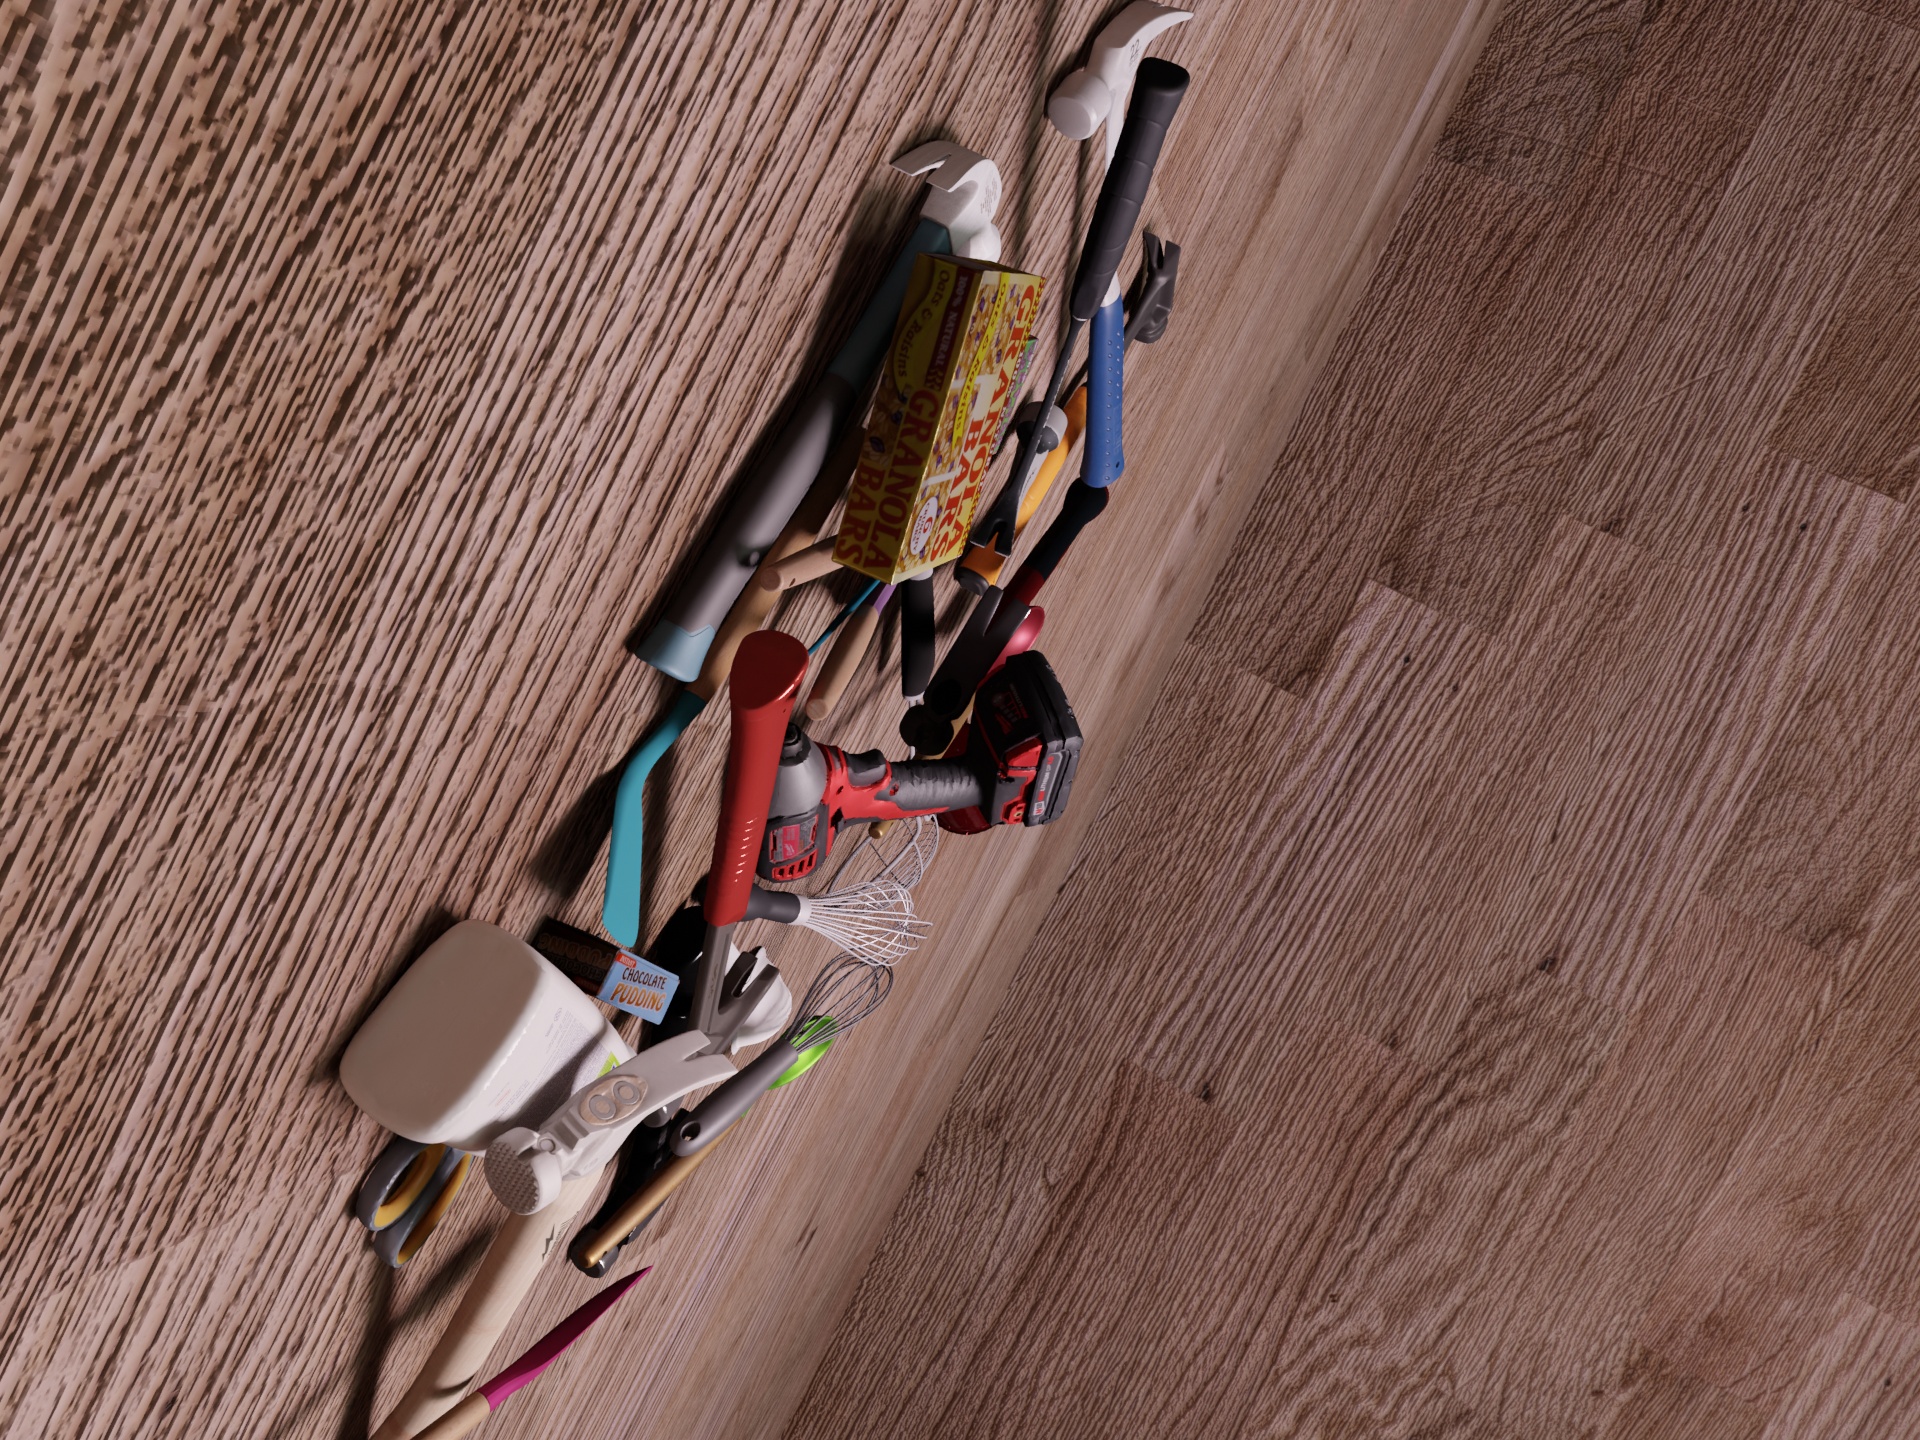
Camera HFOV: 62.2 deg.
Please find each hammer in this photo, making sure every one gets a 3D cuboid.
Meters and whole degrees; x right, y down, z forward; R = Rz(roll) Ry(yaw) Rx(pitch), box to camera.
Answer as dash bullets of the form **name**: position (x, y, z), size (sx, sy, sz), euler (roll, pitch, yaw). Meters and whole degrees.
- **hammer**: position (-0.209, 0.254, 1.136), size (0.146, 0.035, 0.334), euler (-48, 161, -49)
- **hammer**: position (-0.069, -0.162, 0.828), size (0.331, 0.033, 0.128), euler (-60, 169, -13)
- **hammer**: position (0.110, -0.318, 1.143), size (0.144, 0.035, 0.405), euler (-57, 161, -26)
- **hammer**: position (0.074, -0.258, 1.031), size (0.408, 0.036, 0.149), euler (111, 1, -62)
- **hammer**: position (0.090, -0.246, 1.312), size (0.337, 0.034, 0.127), euler (-59, 168, -17)
- **hammer**: position (-0.129, 0.087, 0.931), size (0.149, 0.037, 0.358), euler (-53, 166, -47)
- **hammer**: position (-0.257, 0.324, 0.878), size (0.146, 0.038, 0.410), euler (-23, 153, -55)
- **hammer**: position (0.060, -0.120, 1.233), size (0.143, 0.038, 0.386), euler (-57, 179, 36)

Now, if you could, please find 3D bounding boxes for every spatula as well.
- **spatula**: position (-0.058, -0.058, 0.953), size (0.059, 0.018, 0.316), euler (-54, -173, 19)
- **spatula**: position (-0.122, -0.029, 0.869), size (0.317, 0.044, 0.082), euler (-61, 171, -16)

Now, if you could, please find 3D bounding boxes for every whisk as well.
- **whisk**: position (-0.106, 0.142, 1.169), size (0.284, 0.070, 0.070), euler (23, 94, -61)
- **whisk**: position (-0.135, 0.251, 1.216), size (0.239, 0.055, 0.055), euler (-38, 155, -41)

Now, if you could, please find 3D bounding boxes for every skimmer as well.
- **skimmer**: position (-0.063, 0.015, 1.247), size (0.127, 0.090, 0.363), euler (-57, 157, -44)

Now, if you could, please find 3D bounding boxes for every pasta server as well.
- **pasta server**: position (-0.055, -0.113, 0.933), size (0.060, 0.040, 0.316), euler (-67, 170, 21)

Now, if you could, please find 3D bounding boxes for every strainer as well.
- **strainer**: position (-0.163, 0.196, 1.198), size (0.258, 0.050, 0.087), euler (81, 22, -65)

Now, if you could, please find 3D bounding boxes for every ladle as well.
- **ladle**: position (-0.002, -0.004, 1.223), size (0.315, 0.031, 0.069), euler (-55, 166, -50)

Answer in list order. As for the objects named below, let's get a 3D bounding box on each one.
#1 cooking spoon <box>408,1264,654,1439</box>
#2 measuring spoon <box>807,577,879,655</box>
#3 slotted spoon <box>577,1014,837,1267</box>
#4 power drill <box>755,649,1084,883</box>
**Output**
- **cooking spoon**: position (-0.281, 0.387, 0.866), size (0.068, 0.017, 0.319), euler (-48, 168, 33)
- **measuring spoon**: position (-0.085, -0.059, 0.949), size (0.128, 0.021, 0.042), euler (-47, -172, -6)
- **slotted spoon**: position (-0.186, 0.310, 1.205), size (0.314, 0.031, 0.070), euler (-38, 153, -56)
- **power drill**: position (-0.038, 0.031, 1.045), size (0.219, 0.079, 0.143), euler (-13, 147, -15)
